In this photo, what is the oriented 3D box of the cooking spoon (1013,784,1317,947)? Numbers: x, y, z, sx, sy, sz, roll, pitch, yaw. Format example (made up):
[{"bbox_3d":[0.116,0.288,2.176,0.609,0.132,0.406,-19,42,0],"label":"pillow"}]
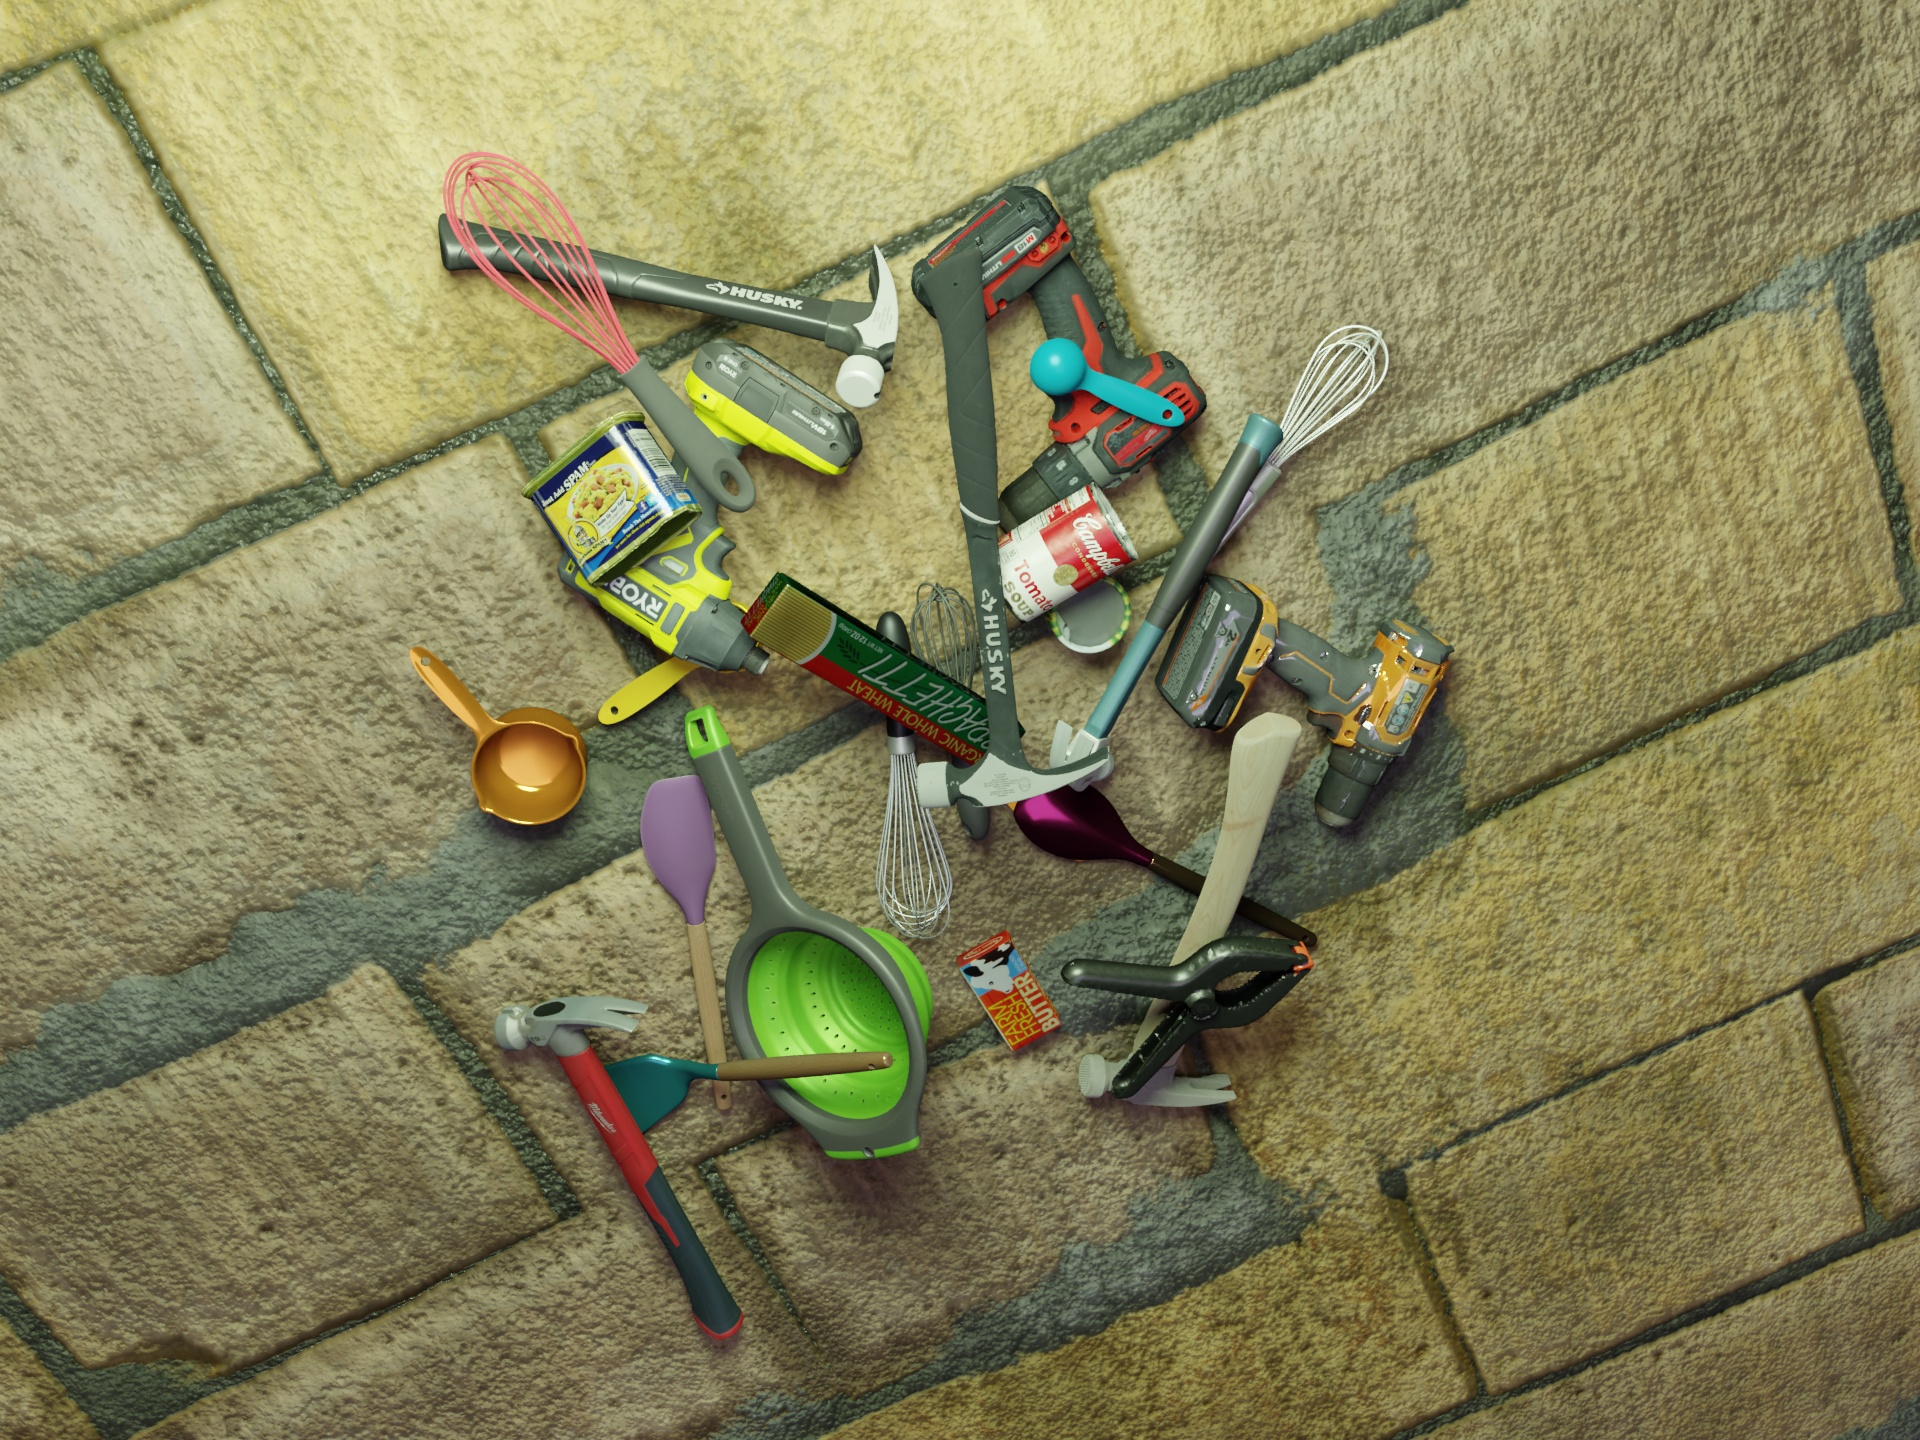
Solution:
[{"bbox_3d":[0.186,0.132,1.396,0.318,0.017,0.069,27,95,-18],"label":"cooking spoon"}]

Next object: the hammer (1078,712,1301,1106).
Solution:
[{"bbox_3d":[0.222,0.175,1.367,0.146,0.038,0.410,7,121,-13],"label":"hammer"}]

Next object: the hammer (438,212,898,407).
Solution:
[{"bbox_3d":[-0.207,-0.312,1.131,0.334,0.146,0.035,12,141,-2],"label":"hammer"}]

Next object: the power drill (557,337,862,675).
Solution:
[{"bbox_3d":[-0.176,-0.154,1.189,0.171,0.080,0.223,33,104,-2],"label":"power drill"}]

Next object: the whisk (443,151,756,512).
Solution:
[{"bbox_3d":[-0.236,-0.255,1.076,0.073,0.073,0.295,-37,115,6],"label":"whisk"}]

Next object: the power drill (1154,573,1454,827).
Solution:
[{"bbox_3d":[0.280,-0.013,1.328,0.226,0.084,0.185,15,109,-19],"label":"power drill"}]

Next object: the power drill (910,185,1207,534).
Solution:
[{"bbox_3d":[0.056,-0.263,1.201,0.188,0.080,0.226,-37,115,9],"label":"power drill"}]

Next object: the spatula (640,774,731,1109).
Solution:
[{"bbox_3d":[-0.224,0.195,1.356,0.059,0.018,0.315,-10,111,-12],"label":"spatula"}]

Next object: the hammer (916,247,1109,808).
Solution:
[{"bbox_3d":[0.021,-0.131,1.160,0.149,0.036,0.408,-4,107,6],"label":"hammer"}]

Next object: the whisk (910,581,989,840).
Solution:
[{"bbox_3d":[-0.003,-0.004,1.304,0.055,0.055,0.238,-12,116,-5],"label":"whisk"}]

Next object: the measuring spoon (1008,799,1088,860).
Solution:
[{"bbox_3d":[0.067,0.086,1.367,0.116,0.011,0.021,39,91,-23],"label":"measuring spoon"}]

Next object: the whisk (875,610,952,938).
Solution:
[{"bbox_3d":[-0.047,0.049,1.313,0.070,0.070,0.284,-7,106,-6],"label":"whisk"}]

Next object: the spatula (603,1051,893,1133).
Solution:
[{"bbox_3d":[-0.185,0.302,1.330,0.317,0.044,0.082,-14,116,35],"label":"spatula"}]

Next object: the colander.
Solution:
[{"bbox_3d":[-0.121,0.164,1.323,0.204,0.094,0.397,-18,97,37],"label":"colander"}]

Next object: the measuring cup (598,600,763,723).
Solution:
[{"bbox_3d":[-0.223,-0.042,1.265,0.156,0.029,0.062,-32,91,15],"label":"measuring cup"}]

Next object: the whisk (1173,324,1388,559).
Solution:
[{"bbox_3d":[0.251,-0.210,1.266,0.057,0.059,0.246,36,106,-9],"label":"whisk"}]

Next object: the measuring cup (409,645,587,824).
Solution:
[{"bbox_3d":[-0.364,0.002,1.245,0.095,0.052,0.173,-37,110,6],"label":"measuring cup"}]

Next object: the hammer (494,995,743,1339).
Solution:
[{"bbox_3d":[-0.264,0.399,1.392,0.143,0.038,0.386,-8,118,25],"label":"hammer"}]

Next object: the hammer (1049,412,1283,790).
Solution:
[{"bbox_3d":[0.161,-0.088,1.255,0.033,0.128,0.331,32,105,17],"label":"hammer"}]

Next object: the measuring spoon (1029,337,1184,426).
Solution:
[{"bbox_3d":[0.111,-0.241,1.168,0.128,0.021,0.042,19,112,-18],"label":"measuring spoon"}]
